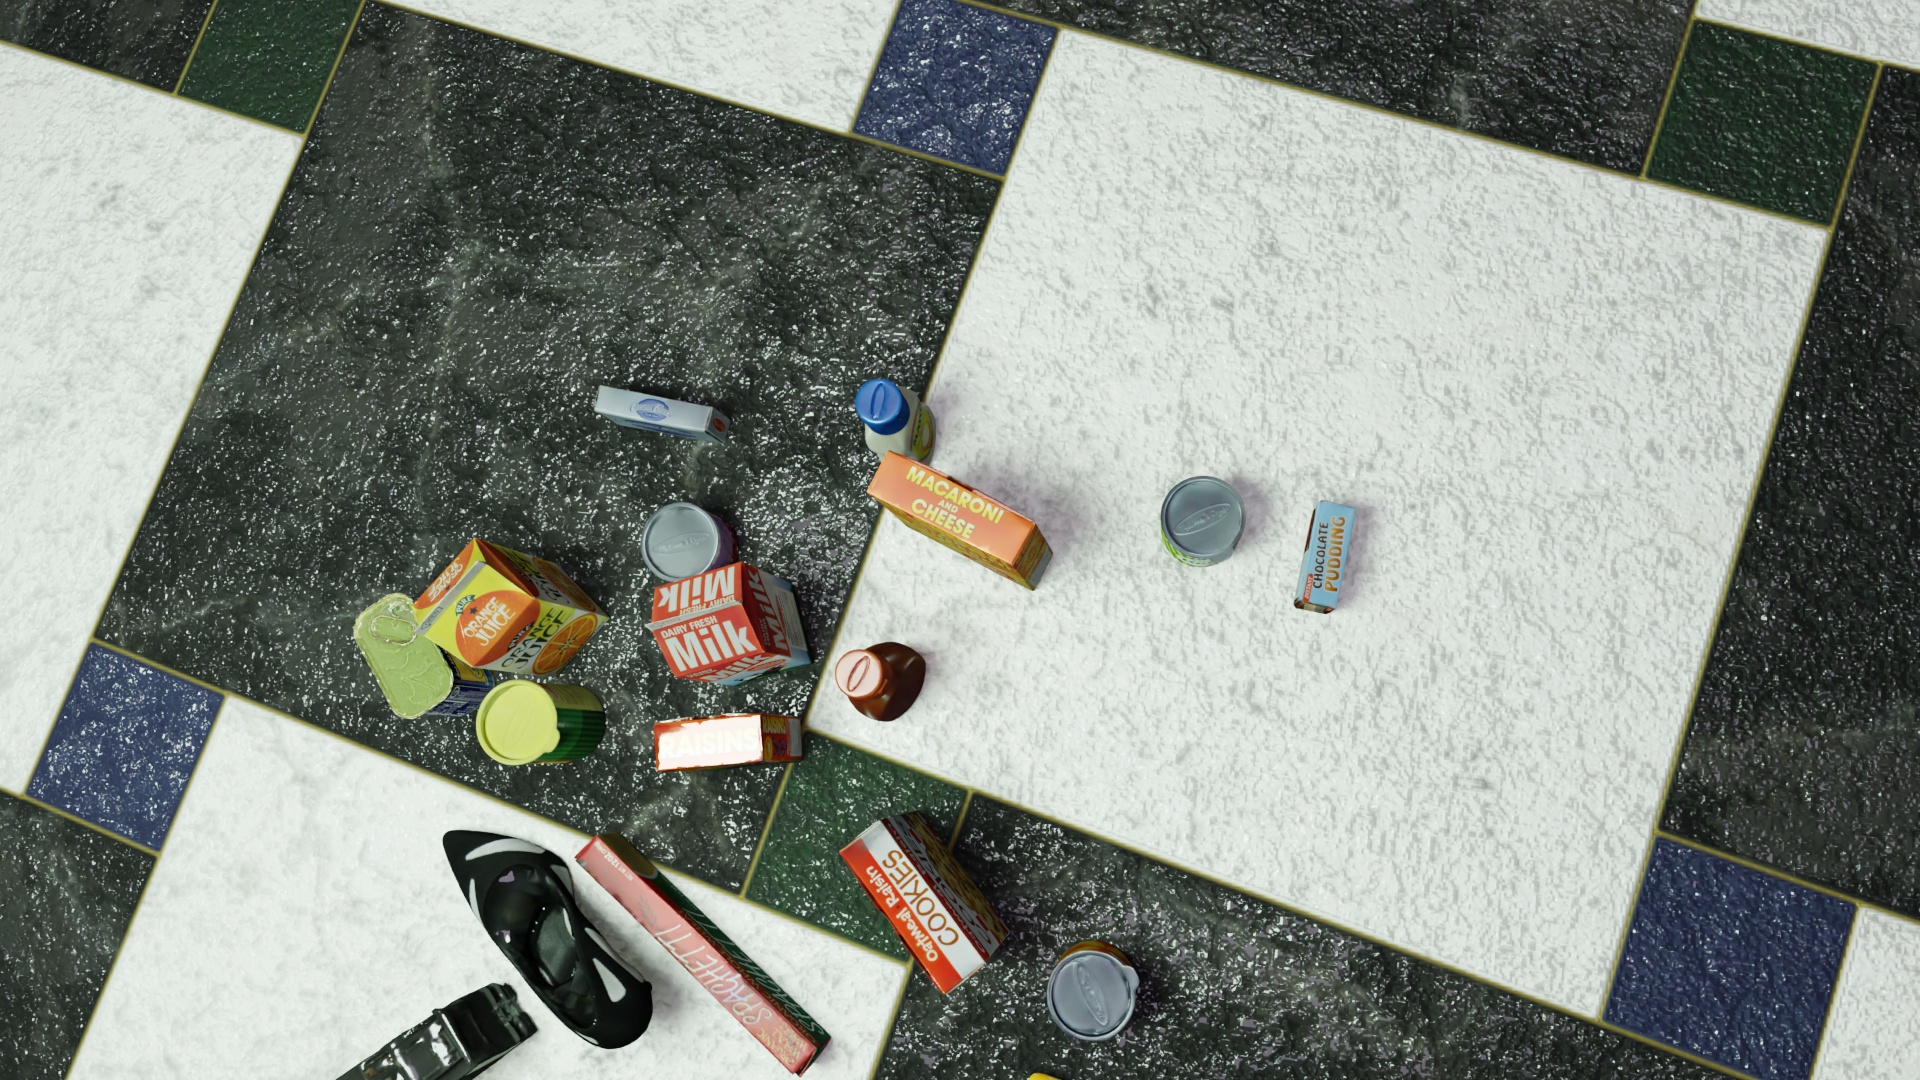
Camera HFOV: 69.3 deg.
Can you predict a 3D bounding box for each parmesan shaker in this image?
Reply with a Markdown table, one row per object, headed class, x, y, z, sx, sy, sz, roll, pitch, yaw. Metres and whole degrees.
| class | x | y | z | sx | sy | sz | roll | pitch | yaw |
| --- | --- | --- | --- | --- | --- | --- | --- | --- | --- |
| parmesan shaker | -0.337 | 0.150 | 1.130 | 0.071 | 0.103 | 0.071 | -1 | 81 | 8 |

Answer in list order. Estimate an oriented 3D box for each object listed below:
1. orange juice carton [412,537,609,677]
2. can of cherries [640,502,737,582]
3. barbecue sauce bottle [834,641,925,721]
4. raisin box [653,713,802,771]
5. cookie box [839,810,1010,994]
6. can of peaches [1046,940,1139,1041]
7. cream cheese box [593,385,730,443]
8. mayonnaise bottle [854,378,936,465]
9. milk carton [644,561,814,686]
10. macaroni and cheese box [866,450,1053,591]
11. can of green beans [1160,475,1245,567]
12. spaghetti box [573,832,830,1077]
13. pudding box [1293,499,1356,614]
| class | x | y | z | sx | sy | sz | roll | pitch | yaw |
| --- | --- | --- | --- | --- | --- | --- | --- | --- | --- |
| orange juice carton | -0.362 | 0.055 | 1.104 | 0.073 | 0.192 | 0.072 | 42 | 89 | 12 |
| can of cherries | -0.226 | 0.008 | 1.161 | 0.071 | 0.058 | 0.071 | -1 | 81 | 8 |
| barbecue sauce bottle | -0.063 | 0.108 | 1.077 | 0.044 | 0.148 | 0.065 | 28 | 86 | 11 |
| raisin box | -0.181 | 0.159 | 1.097 | 0.086 | 0.123 | 0.040 | -6 | 81 | 7 |
| cookie box | -0.024 | 0.265 | 1.036 | 0.040 | 0.167 | 0.123 | -39 | 78 | 1 |
| can of peaches | 0.103 | 0.342 | 1.062 | 0.071 | 0.058 | 0.071 | -1 | 81 | 8 |
| cream cheese box | -0.254 | -0.107 | 1.187 | 0.104 | 0.053 | 0.024 | 11 | 83 | 9 |
| mayonnaise bottle | -0.051 | -0.092 | 1.108 | 0.041 | 0.148 | 0.065 | 9 | 83 | 9 |
| milk carton | -0.178 | 0.066 | 1.078 | 0.072 | 0.190 | 0.073 | -17 | 79 | 5 |
| macaroni and cheese box | 0.004 | -0.014 | 1.079 | 0.124 | 0.166 | 0.040 | 27 | 86 | 11 |
| can of green beans | 0.193 | -0.014 | 1.108 | 0.071 | 0.058 | 0.071 | -1 | 81 | 8 |
| spaghetti box | -0.205 | 0.327 | 1.110 | 0.250 | 0.050 | 0.028 | 40 | 88 | 12 |
| pudding box | 0.287 | 0.013 | 1.095 | 0.030 | 0.049 | 0.084 | 12 | 83 | 10 |
